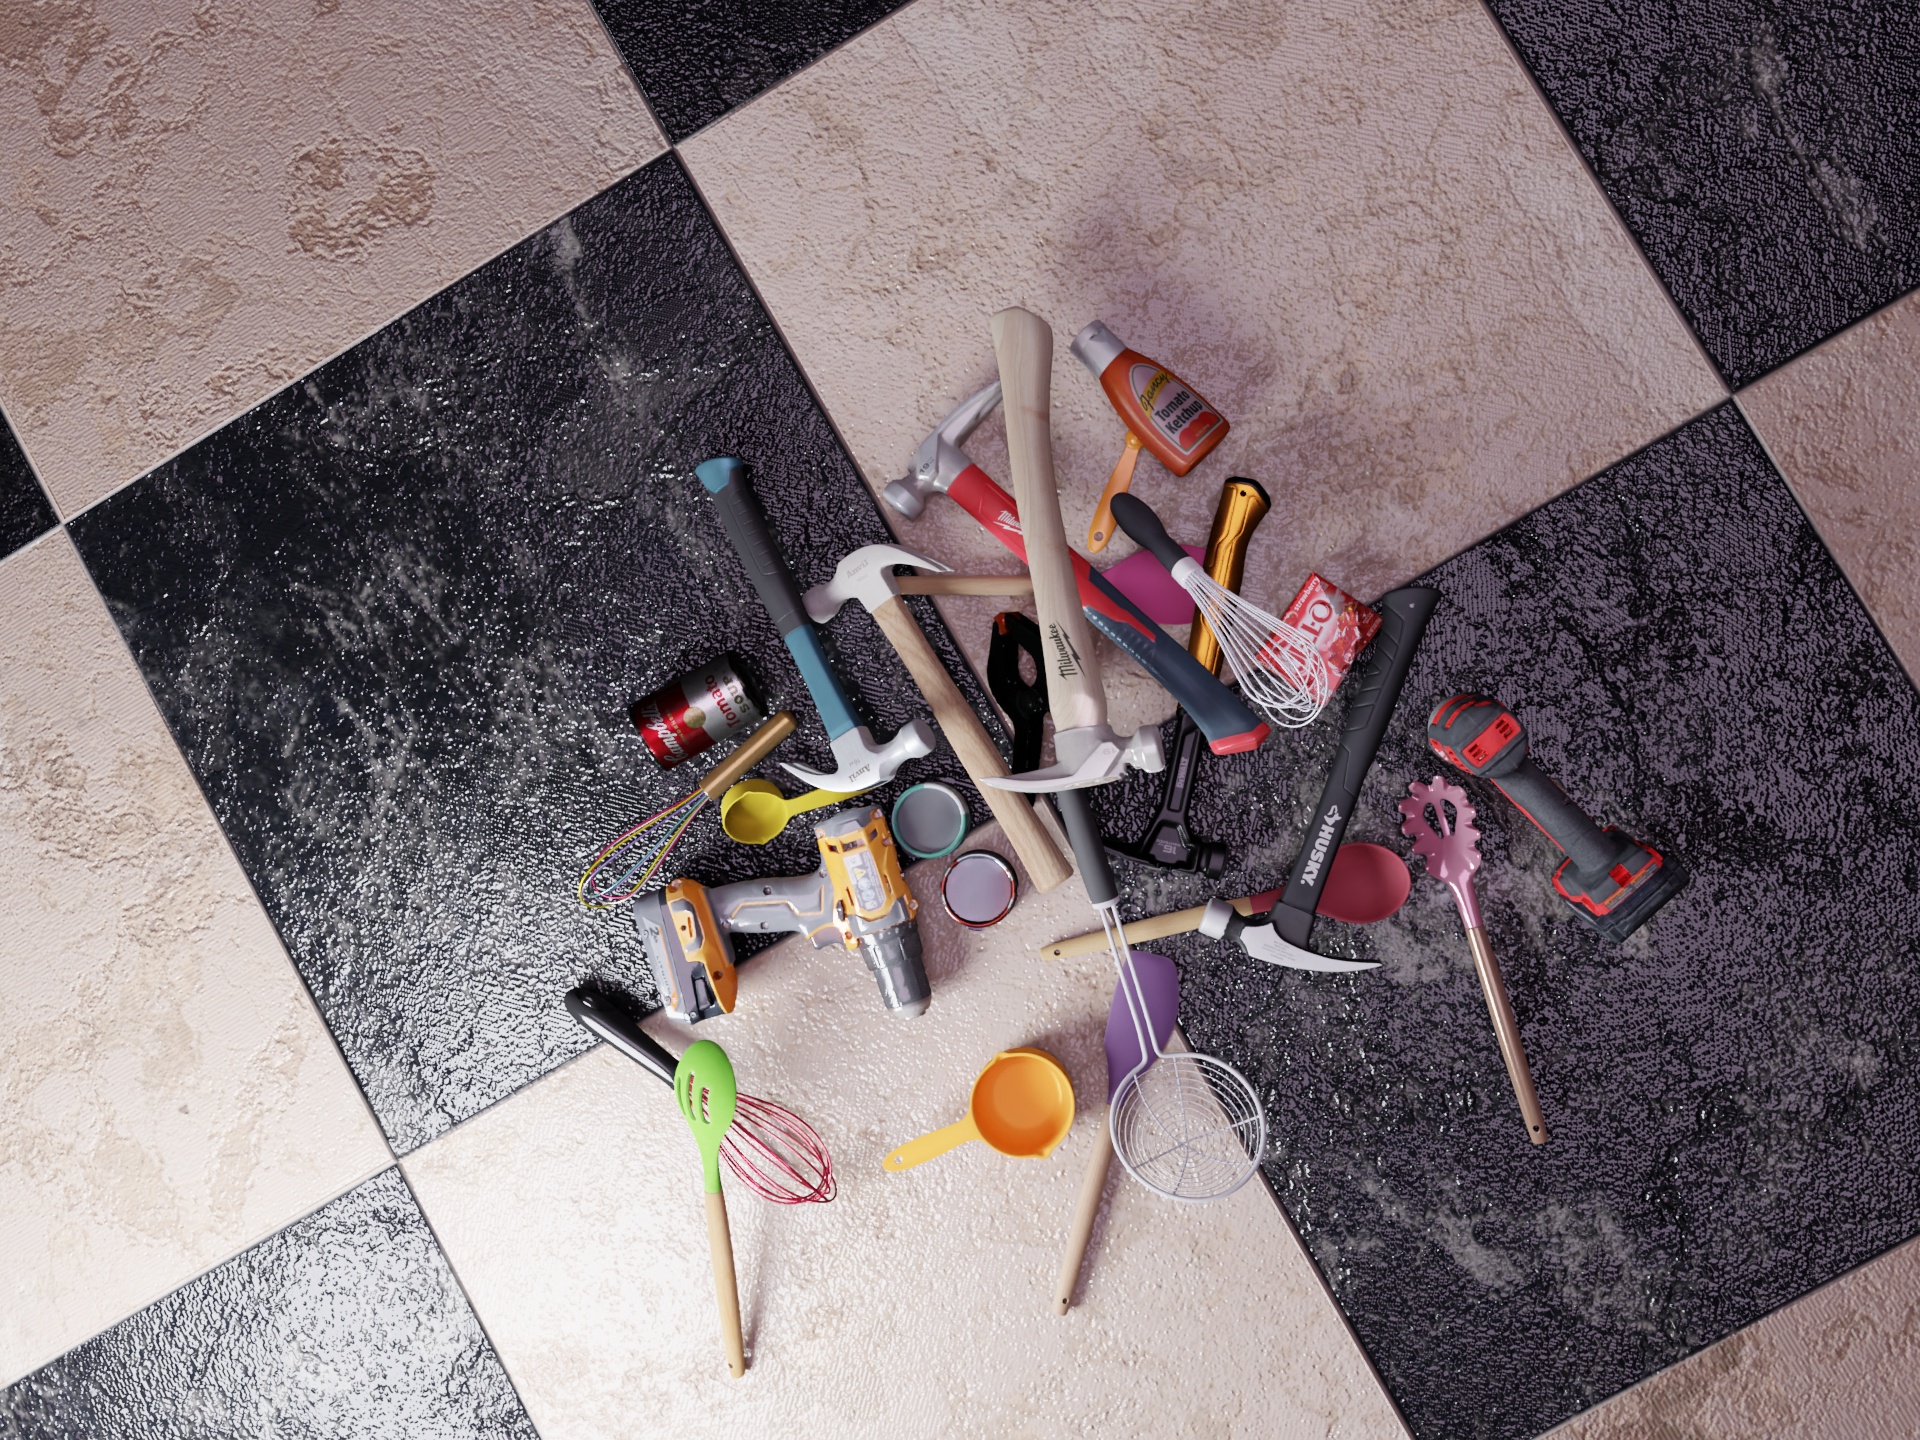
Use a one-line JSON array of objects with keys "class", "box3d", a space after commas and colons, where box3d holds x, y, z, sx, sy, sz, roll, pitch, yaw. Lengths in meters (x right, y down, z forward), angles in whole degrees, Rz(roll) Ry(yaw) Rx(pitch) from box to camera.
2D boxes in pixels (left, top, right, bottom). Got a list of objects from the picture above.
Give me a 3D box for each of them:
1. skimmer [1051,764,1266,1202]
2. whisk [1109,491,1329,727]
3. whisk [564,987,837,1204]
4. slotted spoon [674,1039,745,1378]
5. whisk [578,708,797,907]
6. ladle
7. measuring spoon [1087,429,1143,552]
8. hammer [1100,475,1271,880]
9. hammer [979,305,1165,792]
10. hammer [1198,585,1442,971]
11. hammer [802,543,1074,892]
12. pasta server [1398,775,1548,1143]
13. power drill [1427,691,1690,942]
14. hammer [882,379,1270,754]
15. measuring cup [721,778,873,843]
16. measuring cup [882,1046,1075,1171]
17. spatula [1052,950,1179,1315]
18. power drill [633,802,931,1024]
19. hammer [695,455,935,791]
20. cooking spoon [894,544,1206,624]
[{"class": "skimmer", "box3d": [0.146, 0.208, 1.295, 0.127, 0.090, 0.363, -19, 95, -11]}, {"class": "whisk", "box3d": [0.203, -0.101, 1.283, 0.070, 0.070, 0.285, -39, 54, 3]}, {"class": "whisk", "box3d": [-0.225, 0.320, 1.370, 0.296, 0.073, 0.073, 34, 92, 11]}, {"class": "slotted spoon", "box3d": [-0.203, 0.417, 1.336, 0.070, 0.031, 0.313, 8, 109, 37]}, {"class": "whisk", "box3d": [-0.237, 0.078, 1.392, 0.245, 0.051, 0.047, -42, 106, -1]}, {"class": "ladle", "box3d": [0.221, 0.164, 1.345, 0.315, 0.031, 0.069, -14, 91, 7]}, {"class": "measuring spoon", "box3d": [0.135, -0.200, 1.374, 0.021, 0.011, 0.117, 21, 90, 6]}, {"class": "hammer", "box3d": [0.196, -0.041, 1.342, 0.127, 0.034, 0.337, 13, 92, 5]}, {"class": "hammer", "box3d": [0.061, -0.145, 1.307, 0.146, 0.038, 0.411, -11, 76, 10]}, {"class": "hammer", "box3d": [0.323, 0.046, 1.304, 0.146, 0.035, 0.335, 21, 90, 11]}, {"class": "hammer", "box3d": [-0.002, -0.004, 1.346, 0.130, 0.031, 0.331, -35, 84, 26]}, {"class": "pasta server", "box3d": [0.433, 0.198, 1.317, 0.060, 0.040, 0.316, -17, 87, 21]}, {"class": "power drill", "box3d": [0.464, 0.066, 1.274, 0.078, 0.143, 0.219, -44, 91, 7]}, {"class": "hammer", "box3d": [0.116, -0.121, 1.329, 0.386, 0.038, 0.143, 43, 90, 16]}, {"class": "measuring cup", "box3d": [-0.133, 0.062, 1.383, 0.156, 0.029, 0.062, -18, 129, -8]}, {"class": "measuring cup", "box3d": [0.016, 0.338, 1.347, 0.173, 0.052, 0.095, -25, 86, 6]}, {"class": "spatula", "box3d": [0.127, 0.352, 1.351, 0.059, 0.018, 0.316, 16, 90, -11]}, {"class": "power drill", "box3d": [-0.144, 0.191, 1.357, 0.226, 0.084, 0.185, -19, 88, 0]}, {"class": "hammer", "box3d": [-0.143, -0.088, 1.360, 0.128, 0.033, 0.331, -33, 74, 23]}, {"class": "cooking spoon", "box3d": [0.075, -0.117, 1.374, 0.319, 0.017, 0.069, 0, 93, 5]}]
